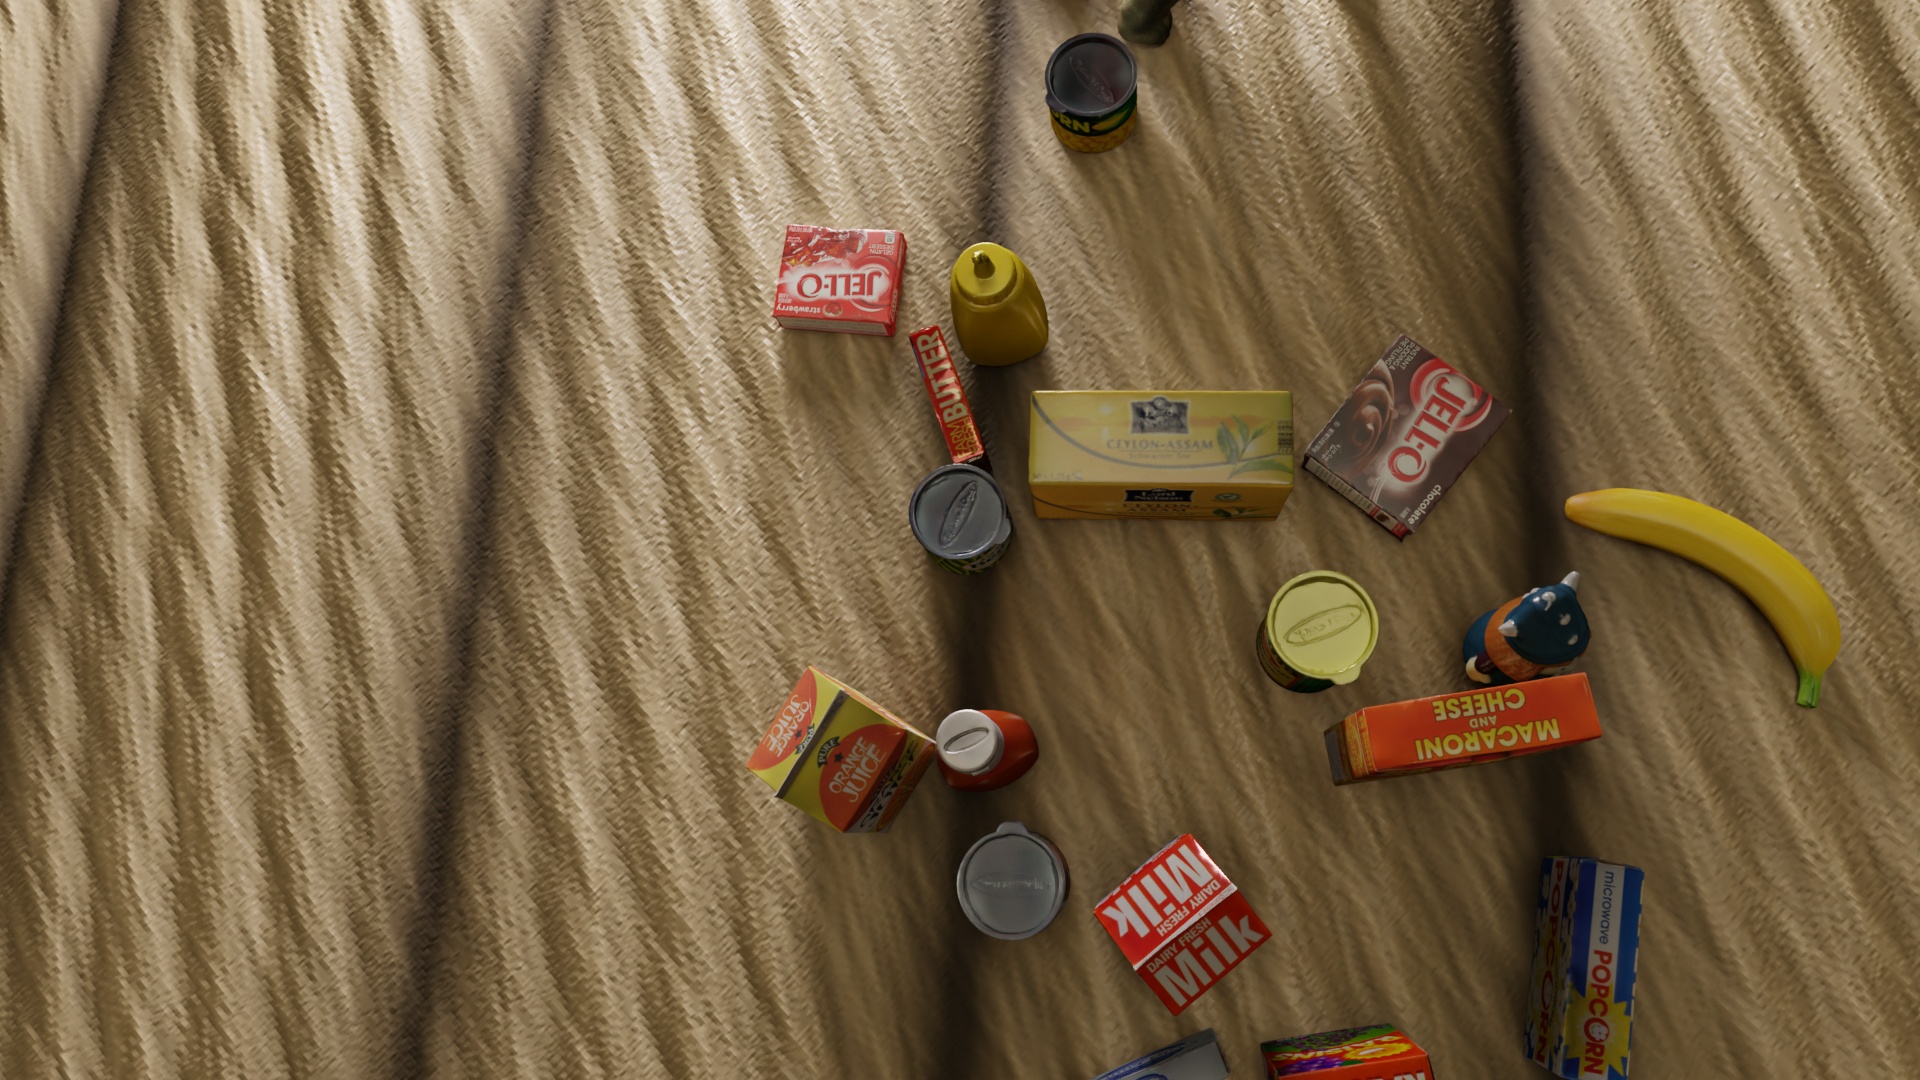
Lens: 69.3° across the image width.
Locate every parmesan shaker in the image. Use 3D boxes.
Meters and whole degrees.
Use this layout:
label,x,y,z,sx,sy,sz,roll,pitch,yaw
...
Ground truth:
label,x,y,z,sx,sy,sz,roll,pitch,yaw
parmesan shaker,0.226,0.064,0.885,0.071,0.103,0.071,-2,78,7

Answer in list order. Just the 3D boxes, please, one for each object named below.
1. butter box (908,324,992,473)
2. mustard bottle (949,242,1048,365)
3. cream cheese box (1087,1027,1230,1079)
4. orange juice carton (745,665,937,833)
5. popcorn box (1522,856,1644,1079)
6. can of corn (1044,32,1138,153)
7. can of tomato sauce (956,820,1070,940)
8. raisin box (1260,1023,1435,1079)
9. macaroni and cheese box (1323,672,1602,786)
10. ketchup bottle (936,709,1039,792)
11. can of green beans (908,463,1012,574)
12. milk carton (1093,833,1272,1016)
label,x,y,z,sx,sy,sz,roll,pitch,yaw
butter box,-0.007,-0.095,0.976,0.024,0.053,0.103,-20,76,3
mustard bottle,0.023,-0.163,0.932,0.065,0.160,0.049,-13,77,4
cream cheese box,0.115,0.337,0.863,0.104,0.053,0.024,-24,76,1
orange juice carton,-0.073,0.132,0.861,0.073,0.192,0.072,31,83,13
popcorn box,0.373,0.255,0.833,0.038,0.085,0.127,9,79,9
can of corn,0.094,-0.323,1.013,0.071,0.058,0.071,-1,77,7
can of tomato sauce,0.035,0.216,0.885,0.071,0.083,0.071,-2,78,7
raisin box,0.226,0.318,0.817,0.086,0.123,0.040,-10,77,5
macaroni and cheese box,0.293,0.117,0.832,0.124,0.166,0.040,-10,77,5
ketchup bottle,0.013,0.131,0.873,0.065,0.148,0.043,-24,76,2
can of green beans,0.002,-0.013,0.954,0.071,0.057,0.071,-1,77,7
milk carton,0.128,0.223,0.816,0.072,0.190,0.073,-39,76,-2
